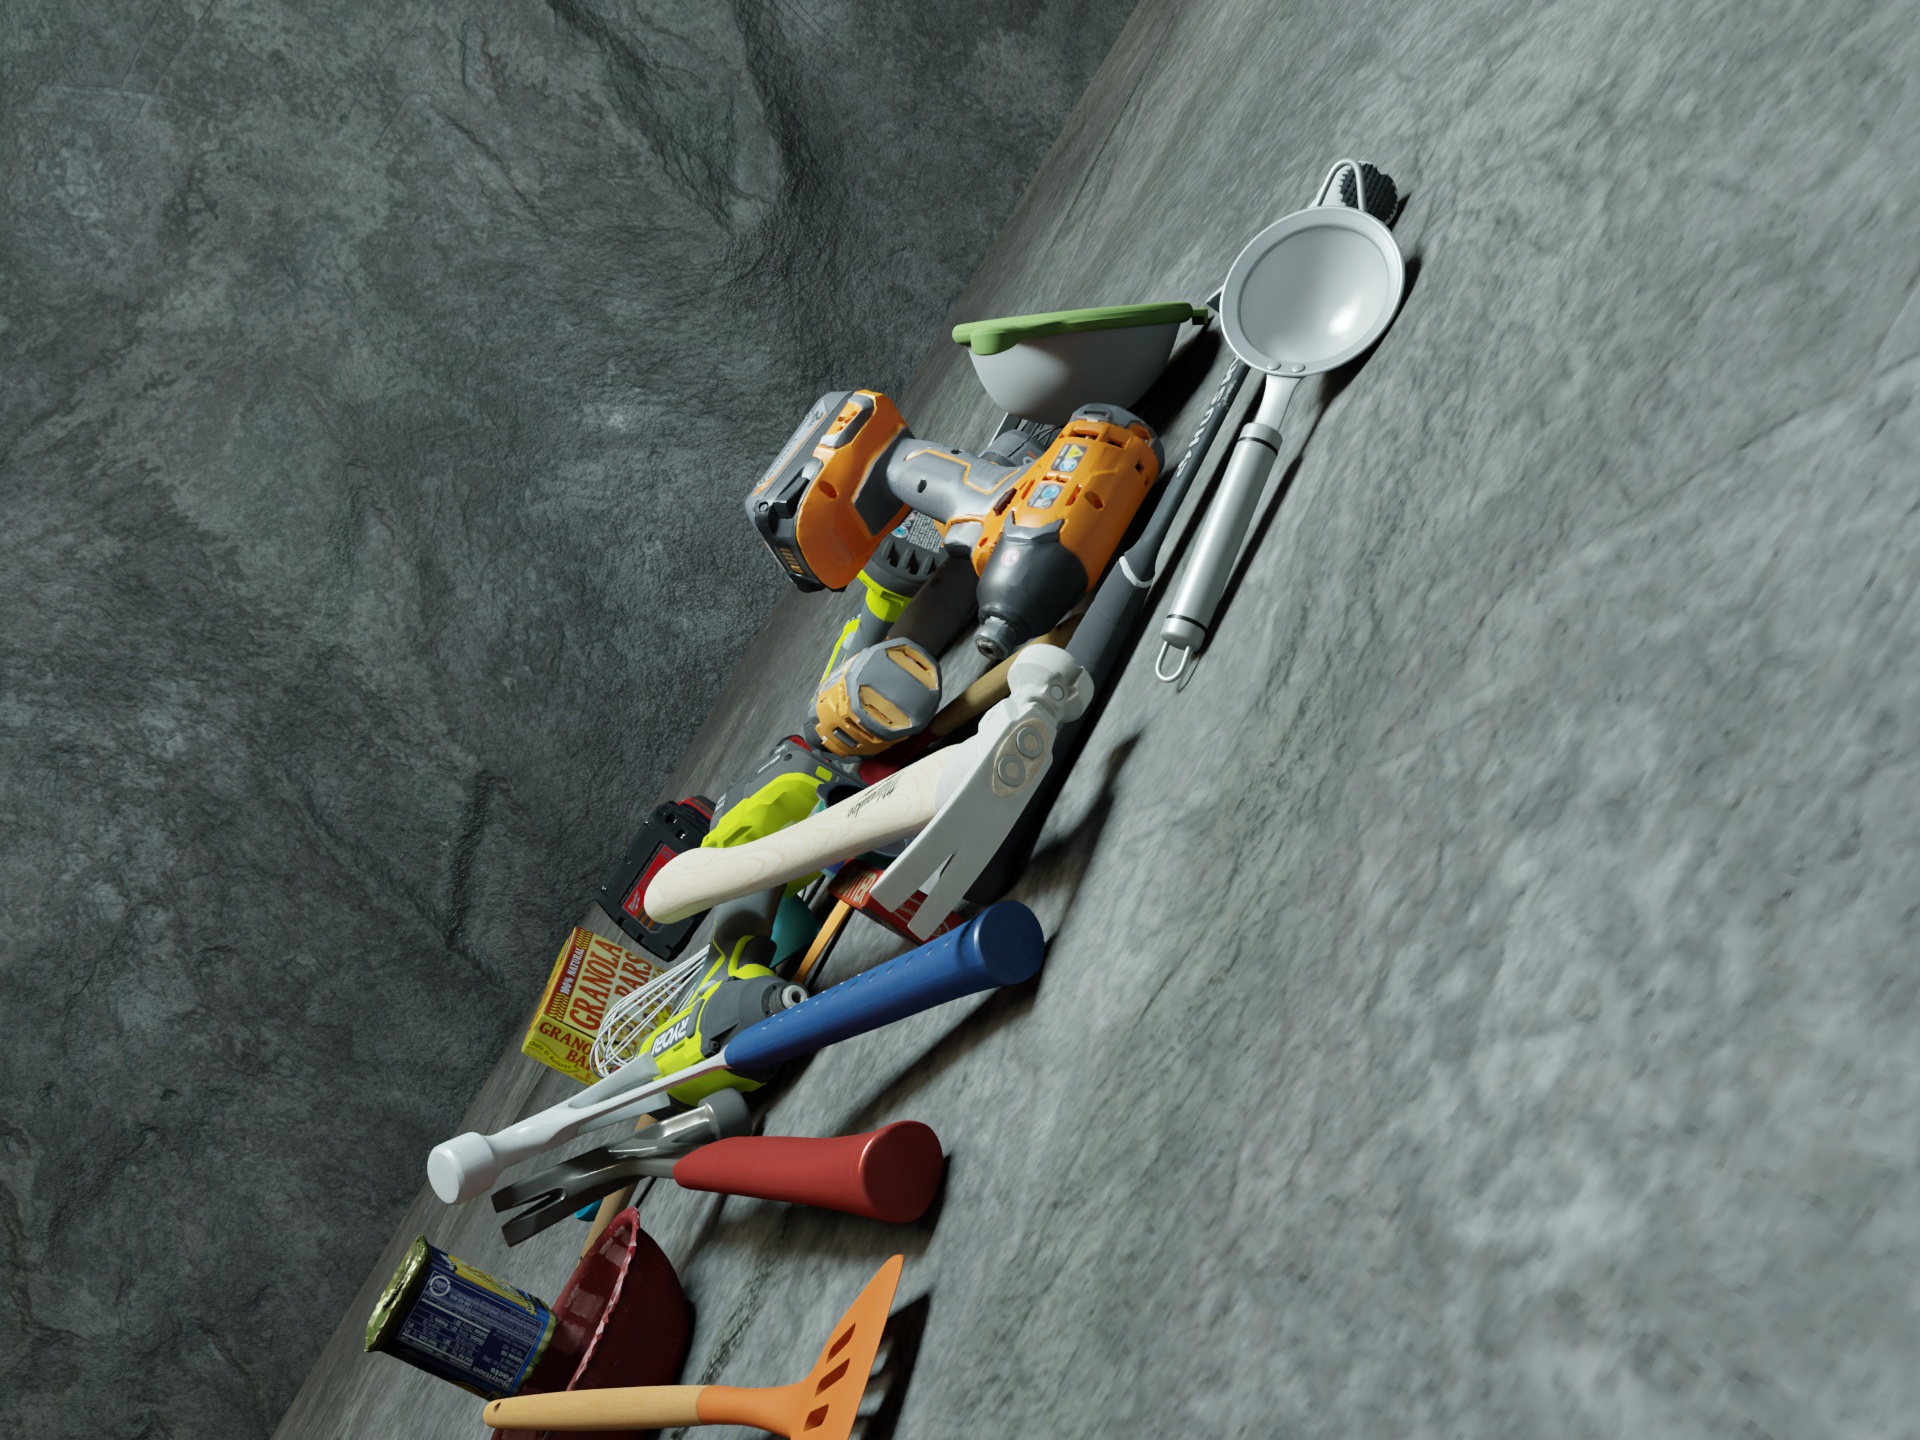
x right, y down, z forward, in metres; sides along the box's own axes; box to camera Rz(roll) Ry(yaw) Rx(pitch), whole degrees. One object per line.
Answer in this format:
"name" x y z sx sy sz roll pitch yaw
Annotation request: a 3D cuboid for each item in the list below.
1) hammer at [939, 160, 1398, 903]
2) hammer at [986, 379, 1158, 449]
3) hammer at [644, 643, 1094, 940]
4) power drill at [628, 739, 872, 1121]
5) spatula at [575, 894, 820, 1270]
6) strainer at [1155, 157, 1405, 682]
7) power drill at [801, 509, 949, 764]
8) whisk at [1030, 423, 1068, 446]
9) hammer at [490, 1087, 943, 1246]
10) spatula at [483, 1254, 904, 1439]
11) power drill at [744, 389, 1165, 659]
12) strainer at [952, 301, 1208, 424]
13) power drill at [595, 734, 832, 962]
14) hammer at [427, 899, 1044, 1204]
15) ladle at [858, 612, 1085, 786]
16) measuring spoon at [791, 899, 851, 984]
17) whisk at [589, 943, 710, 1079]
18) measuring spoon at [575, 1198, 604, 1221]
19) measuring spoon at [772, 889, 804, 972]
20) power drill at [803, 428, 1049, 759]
"hammer" 0.094 -0.092 0.812 0.409 0.036 0.149 -62 11 -12
"hammer" 0.072 -0.222 1.214 0.146 0.035 0.335 -63 13 -14
"hammer" -0.086 0.073 0.835 0.410 0.038 0.146 -25 26 56
"power drill" -0.126 0.131 1.012 0.171 0.080 0.223 -38 30 44
"spatula" -0.195 0.260 1.119 0.082 0.044 0.317 37 104 52
"strainer" 0.138 -0.133 0.723 0.087 0.050 0.258 16 76 32
"power drill" -0.053 -0.098 1.256 0.228 0.080 0.191 116 175 -48
"whisk" 0.049 -0.161 1.146 0.055 0.055 0.239 -64 8 -22
"hammer" -0.115 0.216 0.759 0.149 0.037 0.359 -20 -3 -30
"spatula" -0.125 0.283 0.668 0.322 0.041 0.081 -25 33 42
"power drill" -0.012 -0.115 0.927 0.227 0.084 0.164 12 60 35
"strainer" 0.056 -0.209 0.953 0.256 0.151 0.069 -40 -54 -66
"power drill" -0.191 0.101 1.287 0.143 0.078 0.220 -53 -6 25
"hammer" -0.110 0.164 0.790 0.405 0.035 0.144 -29 -8 40
"ladle" -0.002 -0.003 1.006 0.315 0.031 0.069 -36 26 57
"measuring spoon" -0.086 0.145 1.026 0.117 0.011 0.021 -58 19 -15
"whisk" -0.177 0.169 1.161 0.246 0.059 0.058 -46 47 -5
"measuring spoon" -0.241 0.334 1.182 0.128 0.021 0.042 -44 16 22
"measuring spoon" -0.139 0.161 1.171 0.034 0.018 0.124 -49 15 41
"power drill" -0.022 -0.070 1.062 0.226 0.084 0.185 -56 10 -18
